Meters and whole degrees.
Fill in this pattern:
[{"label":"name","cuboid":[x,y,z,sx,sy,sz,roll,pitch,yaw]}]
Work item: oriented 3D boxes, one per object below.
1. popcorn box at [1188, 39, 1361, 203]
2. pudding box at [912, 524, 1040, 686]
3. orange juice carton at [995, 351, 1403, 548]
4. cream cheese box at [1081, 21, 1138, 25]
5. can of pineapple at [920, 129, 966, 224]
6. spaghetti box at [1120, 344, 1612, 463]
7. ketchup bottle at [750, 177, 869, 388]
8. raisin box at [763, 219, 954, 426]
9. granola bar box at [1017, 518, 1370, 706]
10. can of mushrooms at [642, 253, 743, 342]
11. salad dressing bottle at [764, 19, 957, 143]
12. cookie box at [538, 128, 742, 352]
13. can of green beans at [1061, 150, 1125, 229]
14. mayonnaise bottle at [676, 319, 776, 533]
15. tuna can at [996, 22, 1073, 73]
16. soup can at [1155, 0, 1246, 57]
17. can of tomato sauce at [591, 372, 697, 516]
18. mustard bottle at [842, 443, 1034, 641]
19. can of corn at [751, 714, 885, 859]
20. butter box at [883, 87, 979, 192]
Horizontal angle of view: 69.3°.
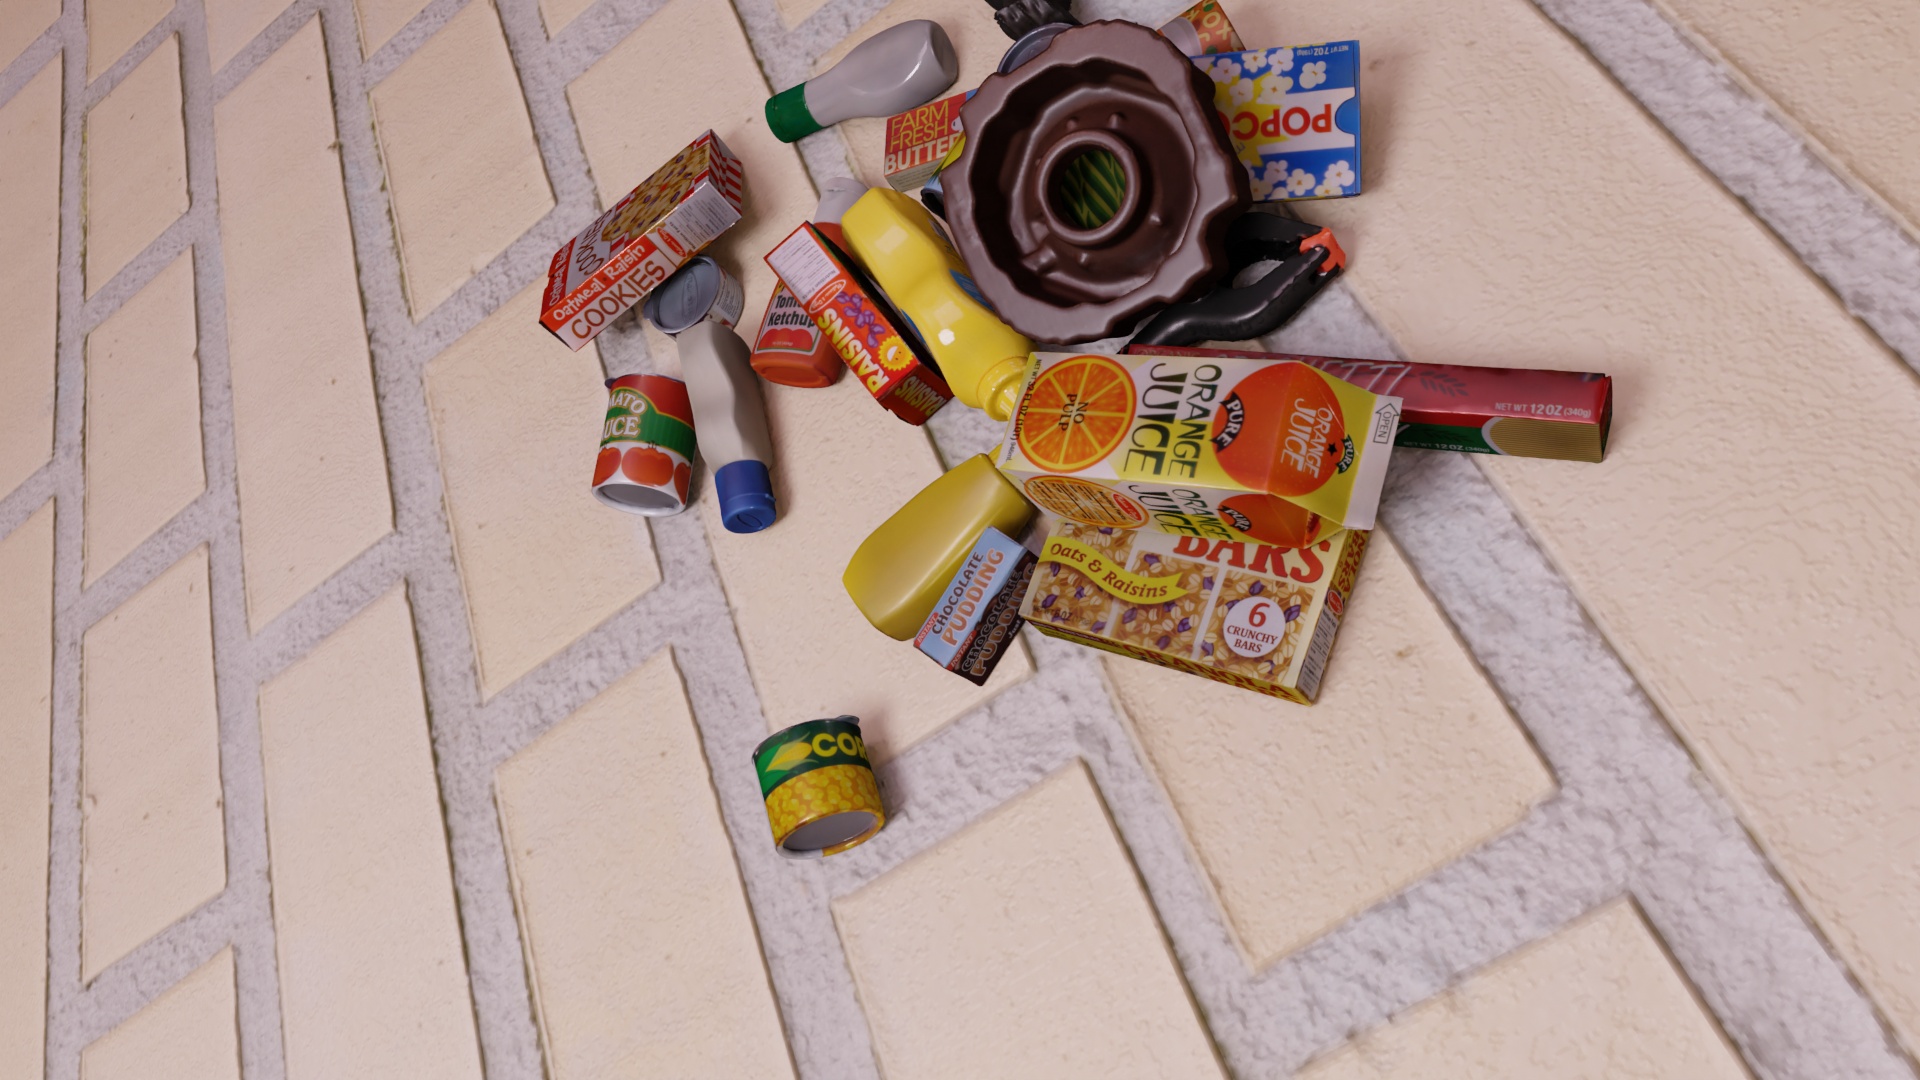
[{"label":"popcorn box","cuboid":[0.167,-0.239,0.807,0.127,0.038,0.085,0,100,19]},{"label":"pudding box","cuboid":[0.014,0.038,0.802,0.030,0.049,0.084,32,87,35]},{"label":"orange juice carton","cuboid":[0.123,-0.046,0.712,0.192,0.073,0.072,7,71,32]},{"label":"cream cheese box","cuboid":[0.082,-0.297,0.928,0.053,0.024,0.104,12,75,34]},{"label":"can of pineapple","cuboid":[0.015,-0.234,0.913,0.071,0.071,0.058,32,86,36]},{"label":"spaghetti box","cuboid":[0.204,-0.073,0.729,0.250,0.050,0.029,8,73,29]},{"label":"ketchup bottle","cuboid":[-0.097,-0.181,0.970,0.065,0.043,0.149,6,72,28]},{"label":"raisin box","cuboid":[-0.062,-0.135,0.880,0.040,0.086,0.123,-40,75,7]},{"label":"granola bar box","cuboid":[0.128,0.009,0.754,0.165,0.039,0.124,13,75,34]},{"label":"can of mushrooms","cuboid":[-0.199,-0.176,1.034,0.071,0.033,0.071,-12,64,26]},{"label":"salad dressing bottle","cuboid":[-0.076,-0.336,1.028,0.147,0.044,0.064,-13,65,27]},{"label":"cookie box","cuboid":[-0.242,-0.230,1.053,0.167,0.040,0.123,-35,32,13]},{"label":"can of green beans","cuboid":[0.074,-0.228,0.868,0.071,0.057,0.071,-20,35,15]},{"label":"mayonnaise bottle","cuboid":[-0.157,-0.076,0.949,0.041,0.064,0.148,-24,62,16]},{"label":"tuna can","cuboid":[0.061,-0.302,0.905,0.071,0.033,0.071,-13,63,27]},{"label":"soup can","cuboid":[0.135,-0.289,0.863,0.083,0.071,0.071,-30,57,16]},{"label":"can of tomato sauce","cuboid":[-0.221,-0.067,0.976,0.071,0.071,0.083,-7,66,28]},{"label":"mustard bottle","cuboid":[0.003,-0.010,0.831,0.160,0.048,0.065,-42,54,7]},{"label":"can of corn","cuboid":[-0.080,0.143,0.801,0.071,0.071,0.058,-31,58,16]},{"label":"butter box","cuboid":[-0.005,-0.283,0.973,0.103,0.024,0.053,-10,65,27]}]
